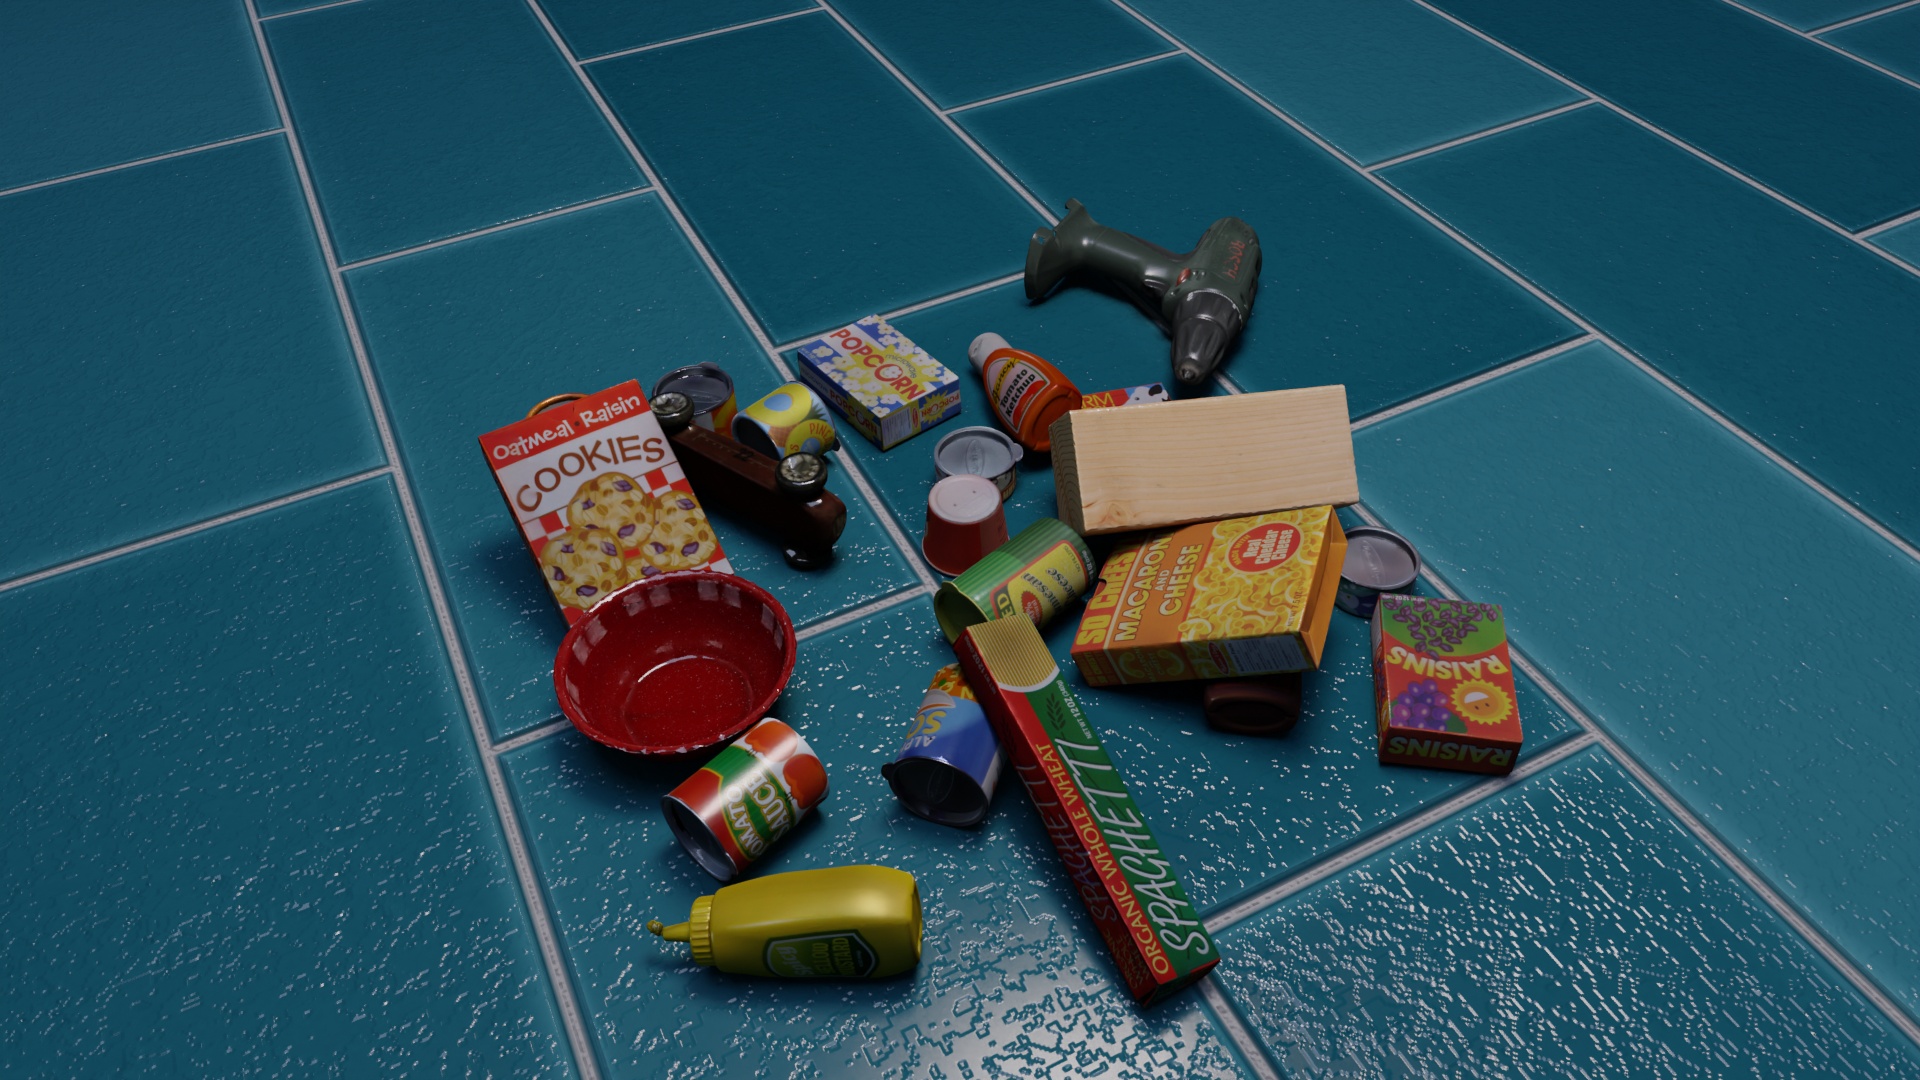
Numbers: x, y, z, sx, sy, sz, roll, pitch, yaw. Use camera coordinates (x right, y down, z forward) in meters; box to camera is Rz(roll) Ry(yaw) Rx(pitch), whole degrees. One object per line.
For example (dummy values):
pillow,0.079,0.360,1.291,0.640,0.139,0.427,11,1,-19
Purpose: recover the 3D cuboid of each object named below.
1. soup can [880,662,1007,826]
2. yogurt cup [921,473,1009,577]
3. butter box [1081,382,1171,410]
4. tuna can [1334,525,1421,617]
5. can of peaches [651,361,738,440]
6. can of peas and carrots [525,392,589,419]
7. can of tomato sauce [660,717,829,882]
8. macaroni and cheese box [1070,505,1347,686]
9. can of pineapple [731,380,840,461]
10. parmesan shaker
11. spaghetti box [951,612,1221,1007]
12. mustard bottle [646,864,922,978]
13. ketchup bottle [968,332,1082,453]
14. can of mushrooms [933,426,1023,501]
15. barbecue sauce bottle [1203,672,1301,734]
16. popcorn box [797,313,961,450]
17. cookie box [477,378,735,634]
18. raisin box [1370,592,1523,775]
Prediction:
soup can,-0.004,0.129,0.894,0.071,0.071,0.084,12,45,14
yogurt cup,0.004,-0.013,1.052,0.072,0.053,0.073,-1,45,1
butter box,0.128,-0.101,1.159,0.104,0.024,0.053,-10,44,-9
tuna can,0.299,0.023,1.019,0.071,0.032,0.071,-1,44,1
can of peaches,-0.216,-0.104,1.150,0.071,0.057,0.071,-1,43,1
can of peas and carrots,-0.314,-0.079,1.127,0.071,0.058,0.071,-1,44,1
can of tomato sauce,-0.132,0.161,0.865,0.071,0.070,0.083,31,52,30
macaroni and cheese box,0.170,0.038,0.953,0.166,0.040,0.124,-8,37,33
can of pineapple,-0.142,-0.086,1.124,0.071,0.070,0.058,32,54,30
parmesan shaker,0.039,0.033,0.989,0.103,0.071,0.071,-35,53,-30
spaghetti box,0.072,0.155,0.842,0.050,0.028,0.251,-12,59,-31
mustard bottle,-0.104,0.225,0.805,0.160,0.065,0.049,-5,38,5
ketchup bottle,0.049,-0.131,1.165,0.043,0.064,0.149,24,18,-32
can of mushrooms,0.015,-0.058,1.113,0.071,0.033,0.071,-1,43,1
barbecue sauce bottle,0.206,0.066,0.971,0.065,0.043,0.149,2,43,13
popcorn box,-0.071,-0.138,1.195,0.085,0.038,0.127,-29,50,-26
cookie box,-0.259,-0.021,1.017,0.123,0.040,0.167,-25,82,-22
raisin box,0.325,0.096,0.940,0.086,0.039,0.124,6,43,7
